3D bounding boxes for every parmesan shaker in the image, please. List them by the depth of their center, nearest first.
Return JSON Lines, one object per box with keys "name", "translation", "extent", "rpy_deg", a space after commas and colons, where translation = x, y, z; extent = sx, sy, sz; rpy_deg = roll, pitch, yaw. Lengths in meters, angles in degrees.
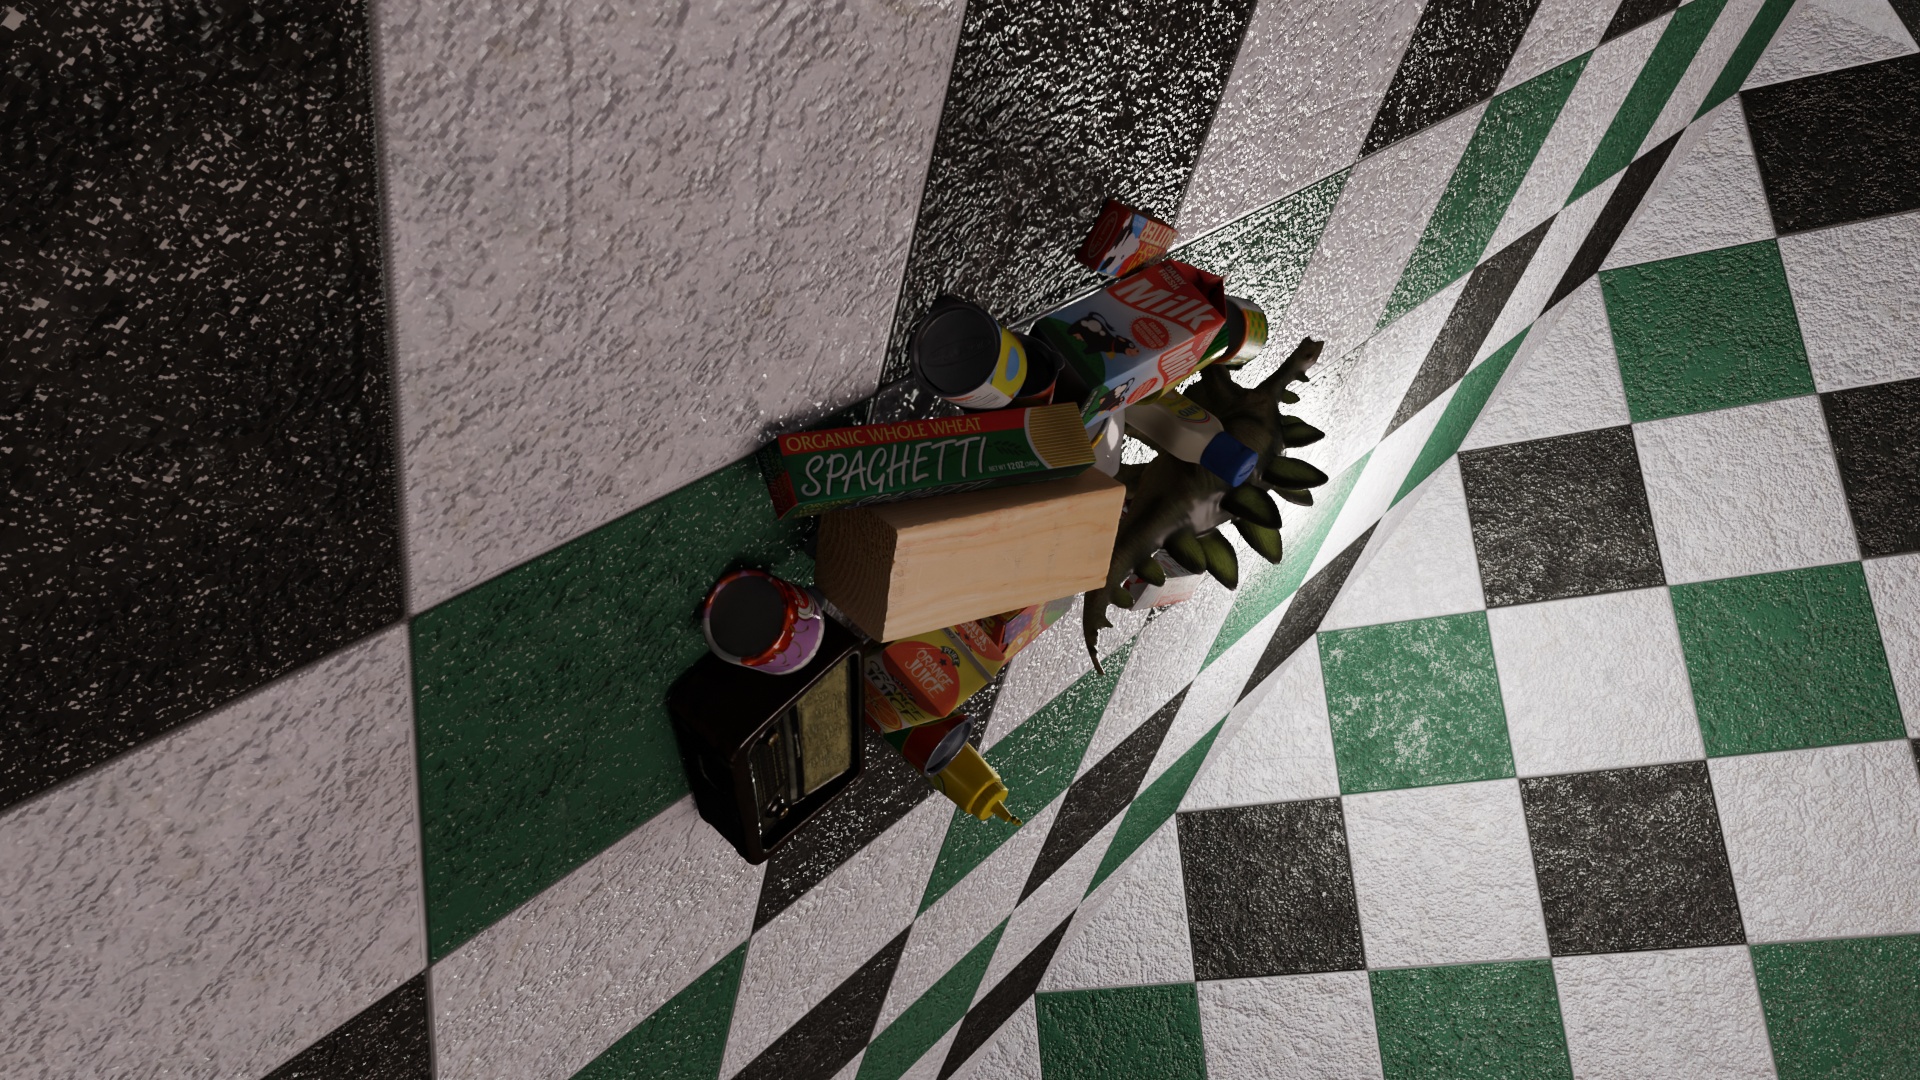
{"name": "parmesan shaker", "translation": [0.180, -0.169, 1.228], "extent": [0.103, 0.071, 0.071], "rpy_deg": [-35, 152, -38]}

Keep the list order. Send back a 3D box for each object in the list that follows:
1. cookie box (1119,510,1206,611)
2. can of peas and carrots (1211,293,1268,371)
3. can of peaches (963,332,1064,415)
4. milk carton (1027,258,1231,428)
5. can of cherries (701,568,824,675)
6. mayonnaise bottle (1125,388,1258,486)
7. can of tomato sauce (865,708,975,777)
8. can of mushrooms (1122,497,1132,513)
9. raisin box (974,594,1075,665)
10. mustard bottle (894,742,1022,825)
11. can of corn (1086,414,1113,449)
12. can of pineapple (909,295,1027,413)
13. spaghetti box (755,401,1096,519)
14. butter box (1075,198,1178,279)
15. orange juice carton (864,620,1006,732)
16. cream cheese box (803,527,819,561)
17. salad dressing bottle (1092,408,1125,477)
{"name": "cookie box", "translation": [0.164, 0.016, 1.396], "extent": [0.040, 0.123, 0.168], "rpy_deg": [-58, 157, 17]}
{"name": "can of peas and carrots", "translation": [0.250, -0.197, 1.314], "extent": [0.059, 0.071, 0.070], "rpy_deg": [-7, 131, -59]}
{"name": "can of peaches", "translation": [0.039, -0.111, 1.031], "extent": [0.071, 0.071, 0.057], "rpy_deg": [-39, 155, -29]}
{"name": "milk carton", "translation": [0.138, -0.160, 1.101], "extent": [0.191, 0.073, 0.072], "rpy_deg": [-29, 162, -31]}
{"name": "can of cherries", "translation": [-0.134, 0.054, 0.951], "extent": [0.071, 0.071, 0.058], "rpy_deg": [-52, 157, 1]}
{"name": "mayonnaise bottle", "translation": [0.197, -0.104, 1.245], "extent": [0.065, 0.148, 0.041], "rpy_deg": [-26, 146, -47]}
{"name": "can of tomato sauce", "translation": [-0.039, 0.165, 1.280], "extent": [0.071, 0.083, 0.070], "rpy_deg": [-42, 156, -24]}
{"name": "can of mushrooms", "translation": [0.205, -0.033, 1.476], "extent": [0.033, 0.071, 0.070], "rpy_deg": [-42, 156, -18]}
{"name": "raisin box", "translation": [0.066, 0.067, 1.395], "extent": [0.124, 0.040, 0.085], "rpy_deg": [-36, 154, -32]}
{"name": "mustard bottle", "translation": [-0.003, 0.222, 1.335], "extent": [0.049, 0.160, 0.065], "rpy_deg": [-41, 154, -22]}
{"name": "can of corn", "translation": [0.083, -0.103, 1.144], "extent": [0.071, 0.058, 0.070], "rpy_deg": [-42, 155, -24]}
{"name": "can of pineapple", "translation": [0.006, -0.126, 0.952], "extent": [0.071, 0.071, 0.058], "rpy_deg": [-55, 158, 6]}
{"name": "spaghetti box", "translation": [-0.016, -0.056, 0.936], "extent": [0.251, 0.050, 0.028], "rpy_deg": [-10, 165, -35]}
{"name": "butter box", "translation": [0.131, -0.232, 1.088], "extent": [0.104, 0.024, 0.053], "rpy_deg": [-6, 131, -60]}
{"name": "orange juice carton", "translation": [-0.029, 0.097, 1.107], "extent": [0.073, 0.072, 0.192], "rpy_deg": [-42, -176, -23]}
{"name": "cream cheese box", "translation": [-0.068, -0.022, 1.020], "extent": [0.104, 0.024, 0.053], "rpy_deg": [-53, 157, 1]}
{"name": "salad dressing bottle", "translation": [0.121, -0.113, 1.202], "extent": [0.044, 0.064, 0.146], "rpy_deg": [-9, 142, -8]}
